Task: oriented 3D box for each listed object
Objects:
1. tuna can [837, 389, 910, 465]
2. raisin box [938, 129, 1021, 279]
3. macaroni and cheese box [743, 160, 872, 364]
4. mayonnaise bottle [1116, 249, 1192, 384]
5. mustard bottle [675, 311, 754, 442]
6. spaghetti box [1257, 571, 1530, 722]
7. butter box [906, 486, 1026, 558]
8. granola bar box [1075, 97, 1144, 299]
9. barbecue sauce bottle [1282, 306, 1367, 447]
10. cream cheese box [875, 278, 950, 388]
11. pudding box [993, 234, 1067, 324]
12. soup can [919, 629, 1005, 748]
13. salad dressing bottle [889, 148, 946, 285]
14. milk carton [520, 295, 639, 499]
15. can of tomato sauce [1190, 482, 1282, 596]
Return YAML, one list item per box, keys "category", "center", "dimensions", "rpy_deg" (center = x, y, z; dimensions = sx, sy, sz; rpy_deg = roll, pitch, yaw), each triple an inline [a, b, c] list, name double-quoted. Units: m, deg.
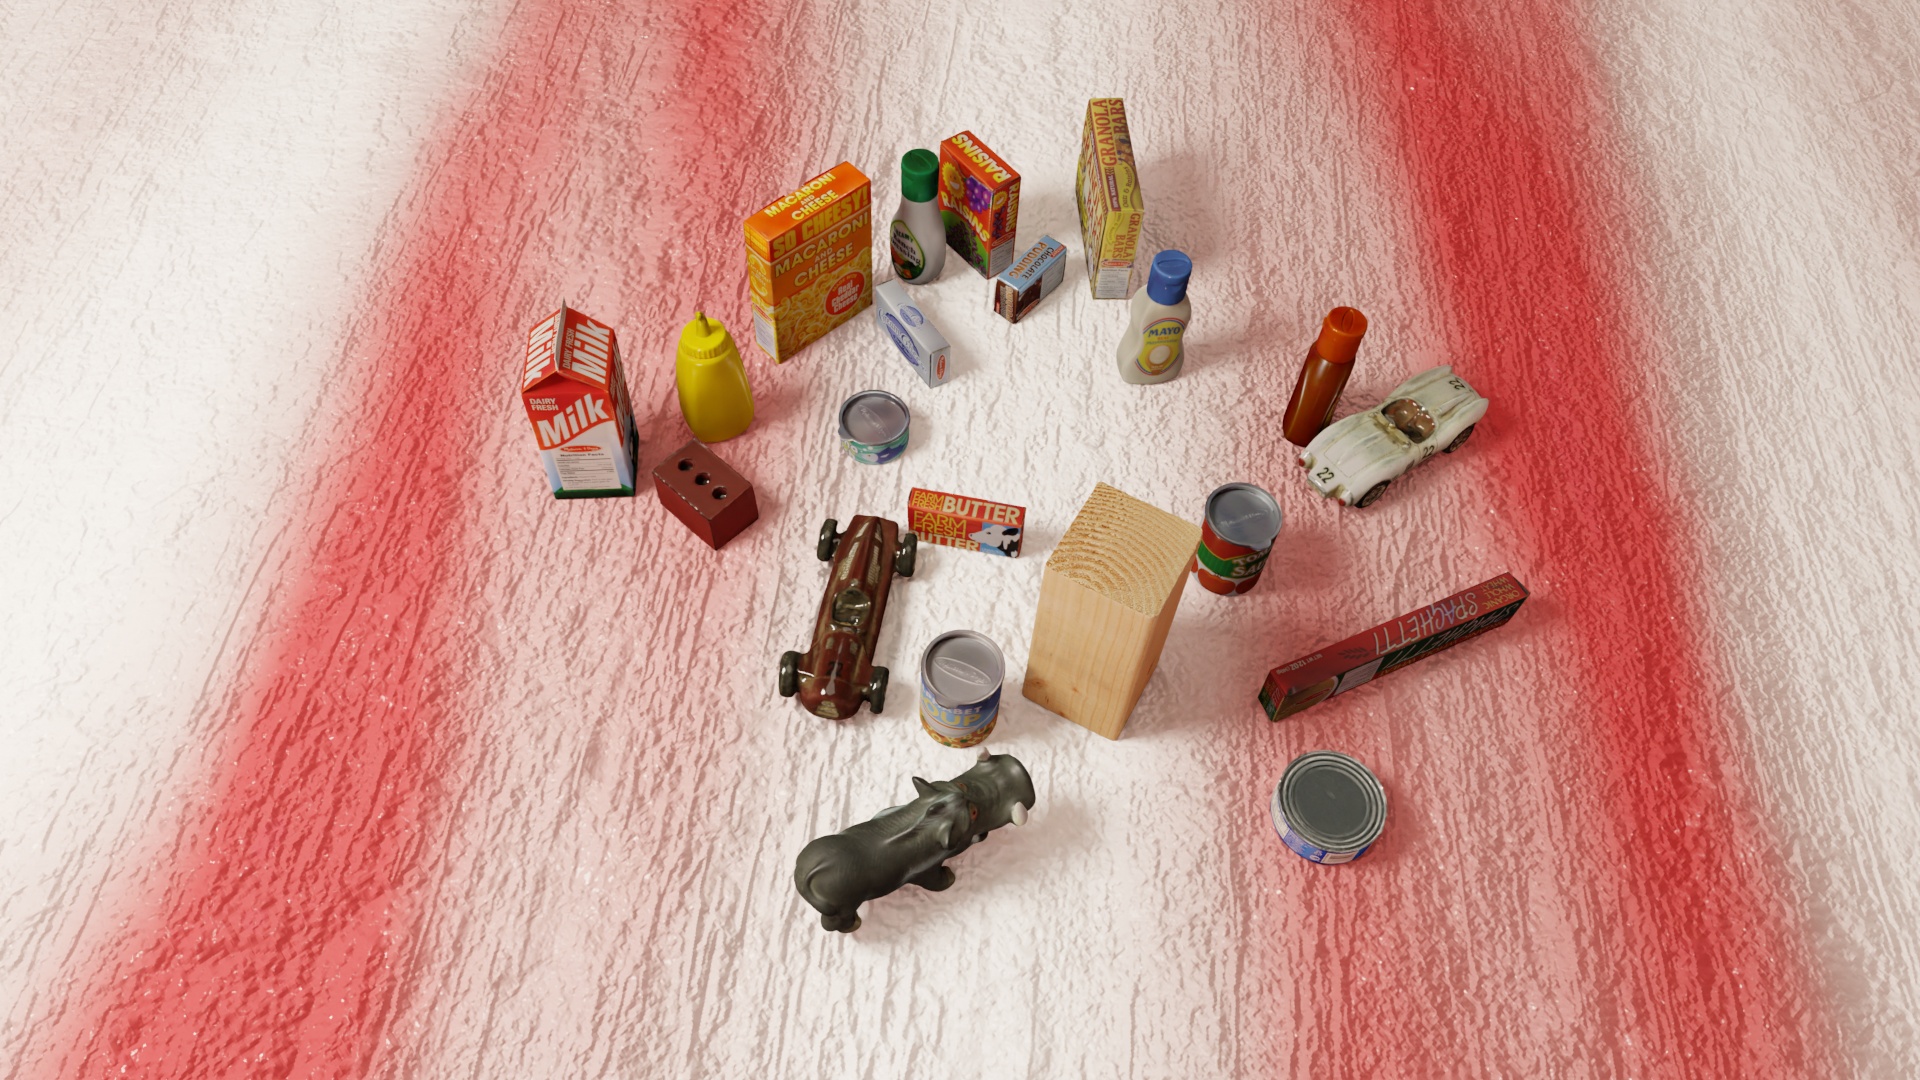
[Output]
- category: "tuna can"
  center: [-0.082, -0.103, 1.288]
  dimensions: [0.071, 0.032, 0.071]
  rpy_deg: [2, 56, -2]
- category: "raisin box"
  center: [0.016, -0.336, 1.396]
  dimensions: [0.040, 0.122, 0.086]
  rpy_deg: [-32, 64, -22]
- category: "macaroni and cheese box"
  center: [-0.141, -0.260, 1.310]
  dimensions: [0.124, 0.165, 0.040]
  rpy_deg: [-38, 66, -24]
- category: "mayonnaise bottle"
  center: [0.186, -0.208, 1.304]
  dimensions: [0.065, 0.147, 0.041]
  rpy_deg: [-7, 57, -8]
- category: "mustard bottle"
  center: [-0.222, -0.152, 1.236]
  dimensions: [0.065, 0.159, 0.049]
  rpy_deg: [-21, 60, -16]
- category: "spaghetti box"
  center: [0.367, 0.089, 1.175]
  dimensions: [0.251, 0.050, 0.029]
  rpy_deg: [-20, 60, -16]
- category: "butter box"
  center: [0.004, -0.015, 1.222]
  dimensions: [0.103, 0.052, 0.024]
  rpy_deg: [10, 57, 4]
- category: "granola bar box"
  center: [0.149, -0.347, 1.410]
  dimensions: [0.039, 0.123, 0.166]
  rpy_deg: [-1, 56, -4]
- category: "barbecue sauce bottle"
  center: [0.335, -0.152, 1.275]
  dimensions: [0.044, 0.147, 0.065]
  rpy_deg: [19, 57, 9]
- category: "cream cheese box"
  center: [-0.047, -0.200, 1.342]
  dimensions: [0.024, 0.053, 0.104]
  rpy_deg: [-27, 62, -19]
- category: "pudding box"
  center: [0.070, -0.262, 1.393]
  dimensions: [0.030, 0.049, 0.084]
  rpy_deg: [35, 61, 18]
- category: "soup can"
  center: [-0.001, 0.122, 1.111]
  dimensions: [0.071, 0.083, 0.072]
  rpy_deg: [2, 56, -2]
- category: "salad dressing bottle"
  center: [-0.041, -0.317, 1.365]
  dimensions: [0.044, 0.147, 0.064]
  rpy_deg: [-36, 65, -23]
- category: "milk carton"
  center: [-0.326, -0.119, 1.190]
  dimensions: [0.073, 0.189, 0.072]
  rpy_deg: [-2, 57, -5]
- category: "can of tomato sauce"
  center: [0.239, 0.001, 1.206]
  dimensions: [0.071, 0.082, 0.071]
  rpy_deg: [2, 56, -2]
